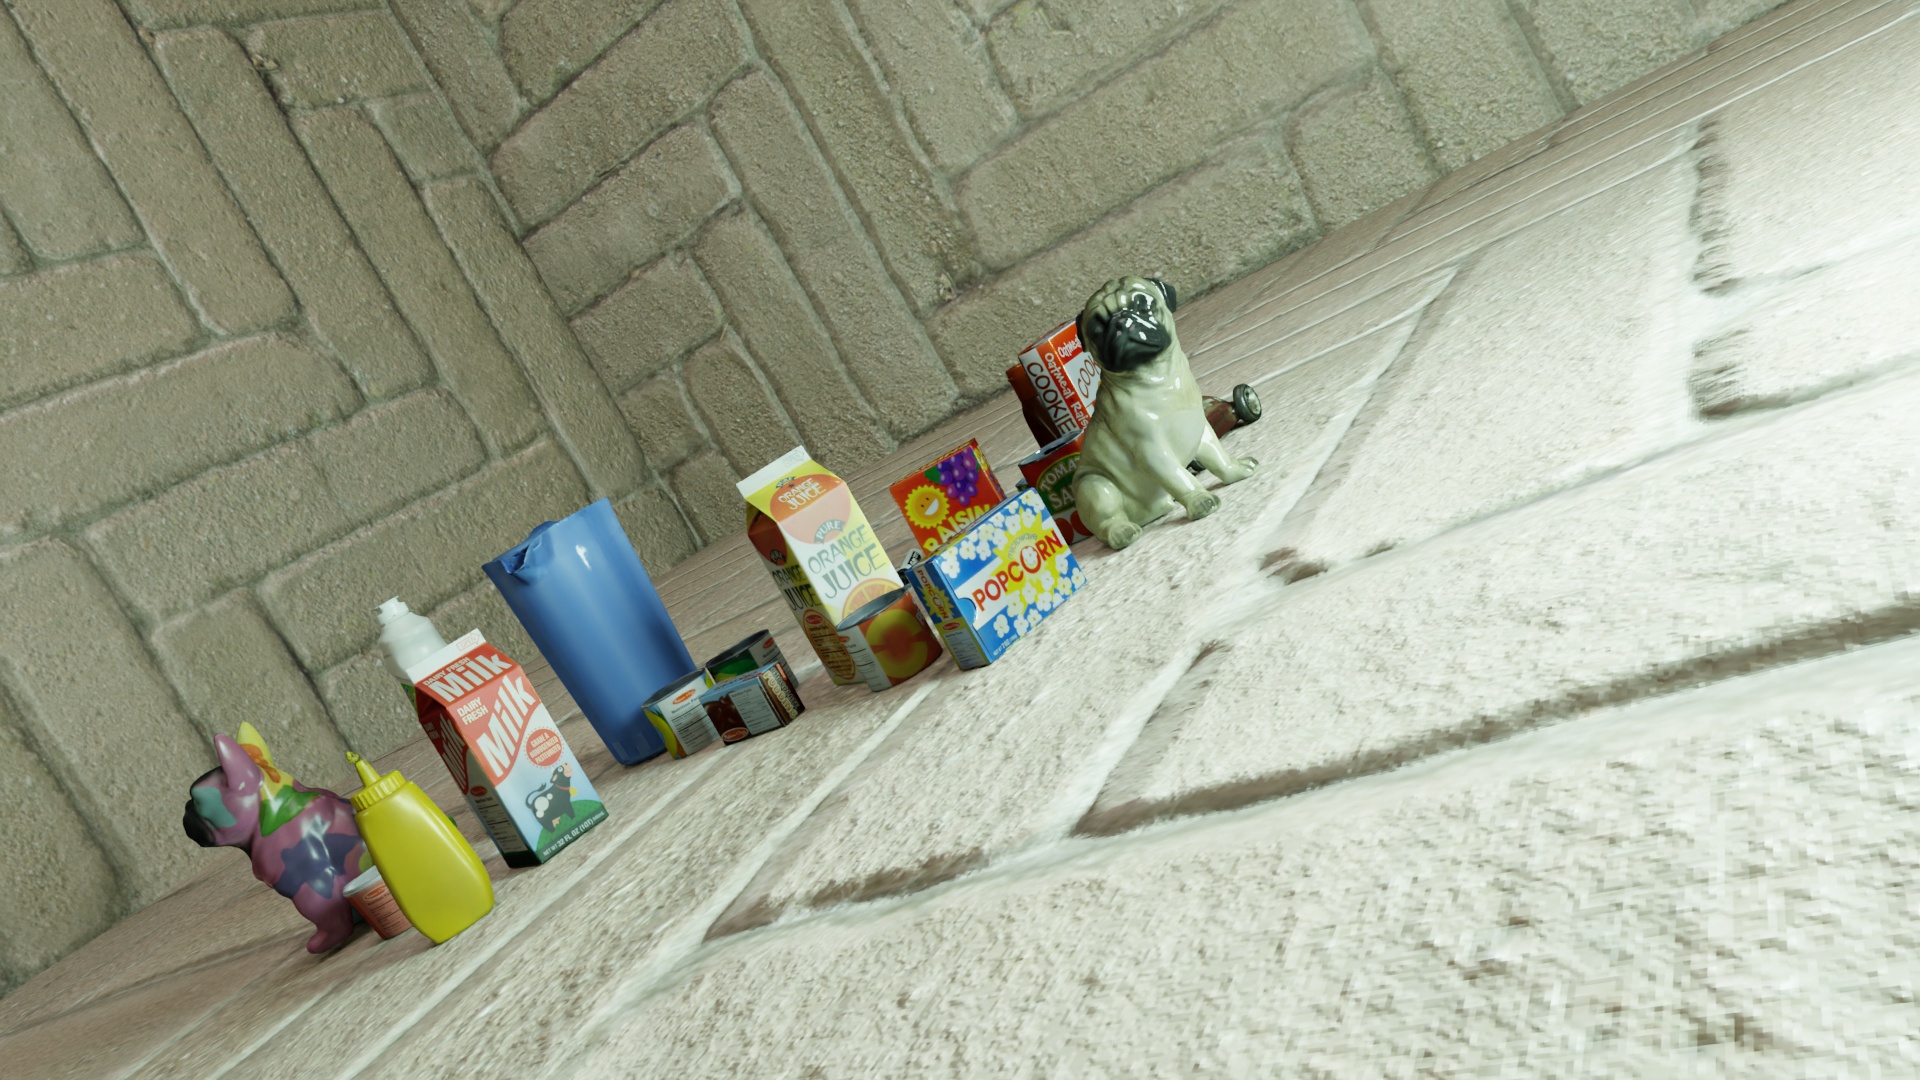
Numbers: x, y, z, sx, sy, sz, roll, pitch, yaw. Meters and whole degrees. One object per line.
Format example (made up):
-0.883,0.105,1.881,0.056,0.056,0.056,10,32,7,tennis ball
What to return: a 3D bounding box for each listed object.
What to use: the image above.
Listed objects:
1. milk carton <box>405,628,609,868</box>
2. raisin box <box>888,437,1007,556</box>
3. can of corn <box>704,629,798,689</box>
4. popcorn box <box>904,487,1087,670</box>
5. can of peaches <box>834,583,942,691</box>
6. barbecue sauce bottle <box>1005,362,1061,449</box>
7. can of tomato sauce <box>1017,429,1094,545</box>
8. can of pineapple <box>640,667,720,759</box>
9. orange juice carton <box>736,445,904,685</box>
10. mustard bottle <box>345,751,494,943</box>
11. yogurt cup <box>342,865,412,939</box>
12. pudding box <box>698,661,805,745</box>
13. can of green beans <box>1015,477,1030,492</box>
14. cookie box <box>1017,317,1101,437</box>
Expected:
-0.381,0.171,1.155,0.073,0.190,0.073,-36,10,-40,milk carton
0.004,-0.015,1.222,0.086,0.123,0.040,-28,8,12,raisin box
-0.192,0.124,1.271,0.071,0.058,0.071,-29,8,4,can of corn
0.028,0.026,1.016,0.038,0.085,0.127,-21,11,47,popcorn box
-0.054,0.076,1.089,0.071,0.058,0.071,-29,8,4,can of peaches
0.098,-0.122,1.474,0.044,0.148,0.065,-31,8,-16,barbecue sauce bottle
0.099,-0.046,1.231,0.071,0.083,0.071,-29,8,4,can of tomato sauce
-0.246,0.156,1.256,0.071,0.058,0.071,-29,8,4,can of pineapple
-0.111,0.020,1.153,0.072,0.192,0.073,-33,9,-29,orange juice carton
-0.418,0.225,1.055,0.065,0.160,0.049,-32,8,-17,mustard bottle
-0.479,0.301,1.180,0.072,0.054,0.072,-29,8,4,yogurt cup
-0.176,0.137,1.164,0.083,0.049,0.030,-23,10,39,pudding box
0.094,-0.042,1.316,0.071,0.057,0.071,-29,8,4,can of green beans
0.127,-0.126,1.327,0.040,0.167,0.123,-25,9,30,cookie box
